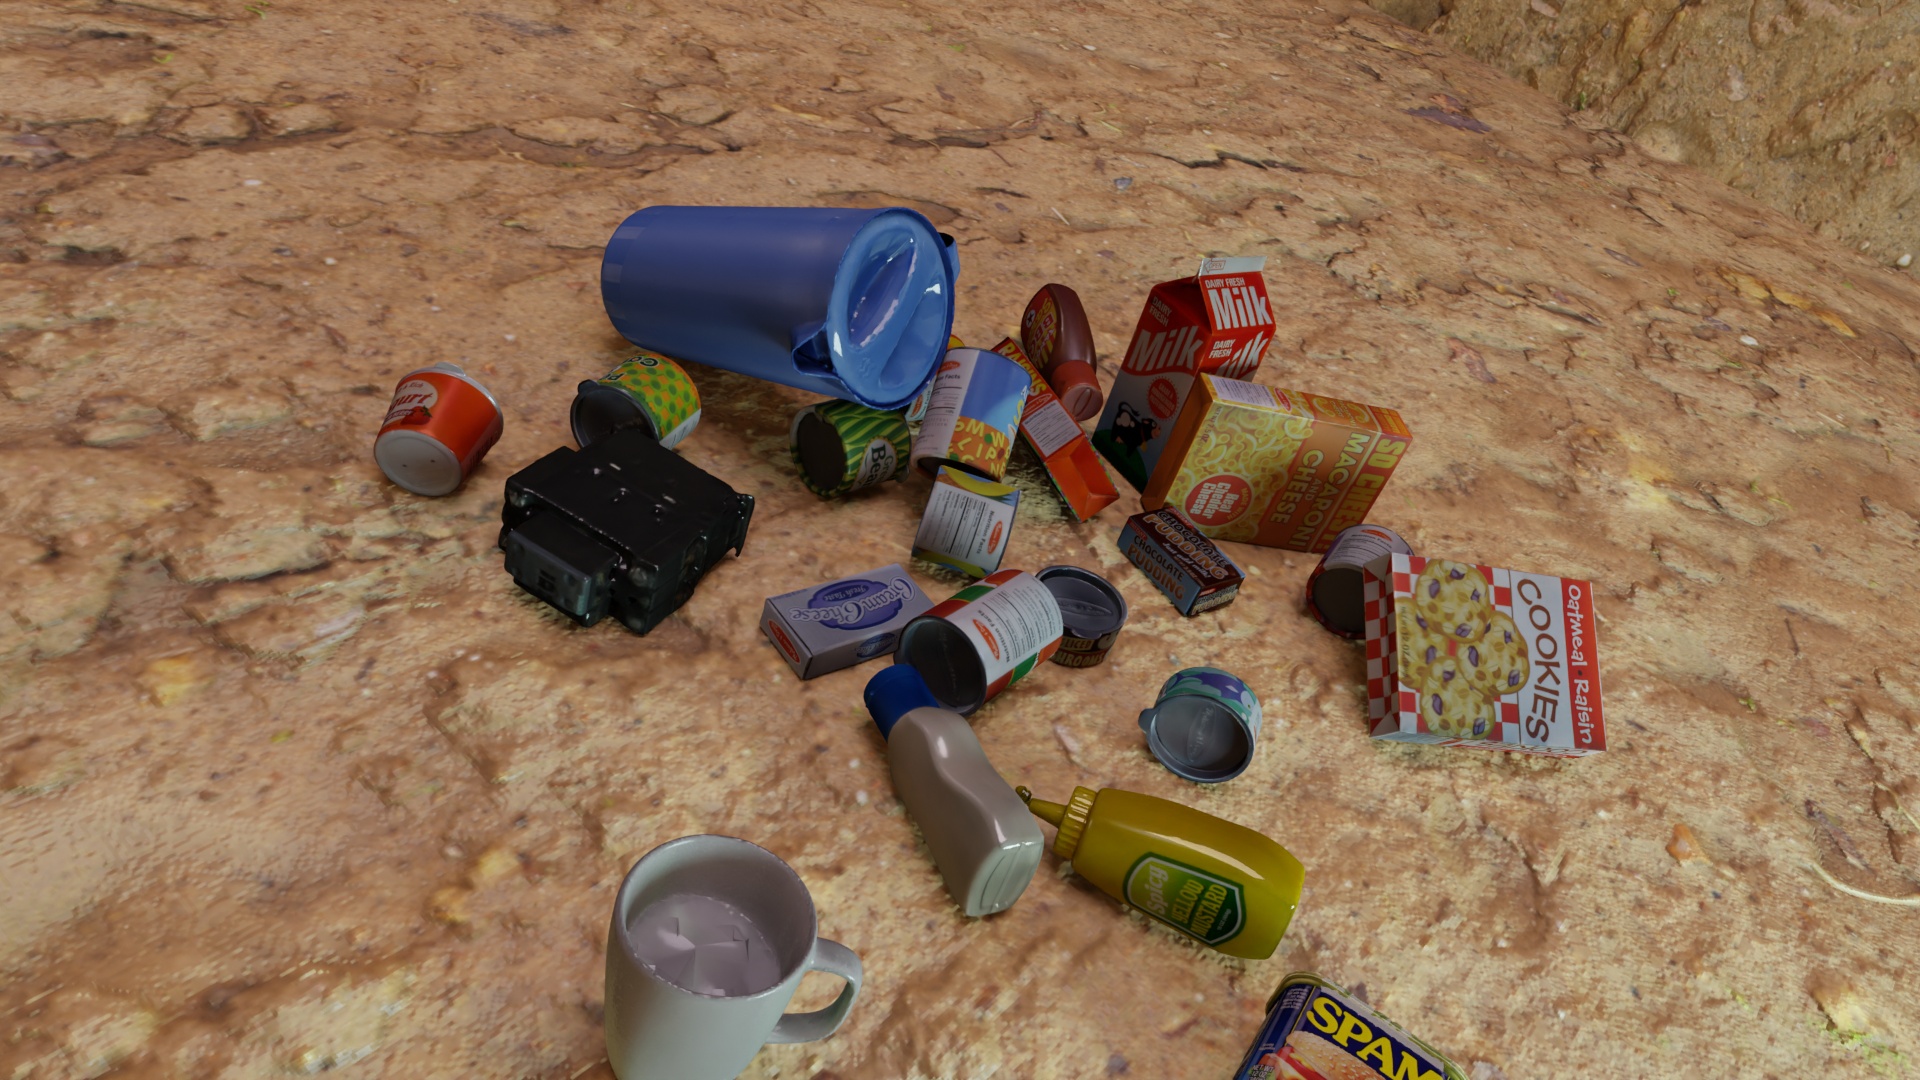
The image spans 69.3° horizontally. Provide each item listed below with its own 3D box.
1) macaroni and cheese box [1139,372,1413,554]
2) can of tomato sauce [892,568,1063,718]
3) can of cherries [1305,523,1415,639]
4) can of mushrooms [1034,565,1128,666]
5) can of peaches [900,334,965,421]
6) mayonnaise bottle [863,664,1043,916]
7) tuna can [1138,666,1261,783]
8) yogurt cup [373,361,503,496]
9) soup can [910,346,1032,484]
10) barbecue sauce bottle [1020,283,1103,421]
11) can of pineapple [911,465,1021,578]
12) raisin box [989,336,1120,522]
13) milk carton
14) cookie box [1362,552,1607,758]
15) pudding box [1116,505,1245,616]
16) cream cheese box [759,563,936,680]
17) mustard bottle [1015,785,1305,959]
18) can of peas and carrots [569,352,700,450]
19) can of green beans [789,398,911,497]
[{"bbox_3d":[0.237,-0.055,1.053,0.167,0.123,0.040,8,39,-17],"label":"macaroni and cheese box"},{"bbox_3d":[0.012,0.061,0.848,0.071,0.070,0.083,37,39,21],"label":"can of tomato sauce"},{"bbox_3d":[0.293,0.032,1.016,0.071,0.071,0.059,31,43,14],"label":"can of cherries"},{"bbox_3d":[0.074,0.051,0.915,0.071,0.033,0.071,14,36,-10],"label":"can of mushrooms"},{"bbox_3d":[-0.032,-0.127,1.064,0.058,0.071,0.071,-9,45,-35],"label":"can of peaches"},{"bbox_3d":[-0.008,0.128,0.756,0.041,0.064,0.148,-1,38,-32],"label":"mayonnaise bottle"},{"bbox_3d":[0.146,0.111,0.846,0.071,0.070,0.033,26,35,8],"label":"tuna can"},{"bbox_3d":[-0.322,-0.064,0.851,0.072,0.072,0.054,16,44,-6],"label":"yogurt cup"},{"bbox_3d":[0.010,-0.082,0.971,0.071,0.071,0.084,17,74,-4],"label":"soup can"},{"bbox_3d":[0.086,-0.153,1.153,0.044,0.064,0.149,15,34,-20],"label":"barbecue sauce bottle"},{"bbox_3d":[0.003,-0.012,0.937,0.058,0.070,0.071,18,36,-3],"label":"can of pineapple"},{"bbox_3d":[0.064,-0.084,1.039,0.040,0.086,0.124,-35,50,3],"label":"raisin box"},{"bbox_3d":[0.176,-0.135,1.069,0.072,0.189,0.073,-11,46,-36],"label":"milk carton"},{"bbox_3d":[0.361,0.081,0.959,0.168,0.040,0.123,8,73,-17],"label":"cookie box"},{"bbox_3d":[0.160,0.014,1.006,0.050,0.030,0.084,-11,47,-37],"label":"pudding box"},{"bbox_3d":[-0.067,0.048,0.860,0.104,0.024,0.053,-15,49,-38],"label":"cream cheese box"},{"bbox_3d":[0.102,0.171,0.754,0.160,0.065,0.049,21,30,10],"label":"mustard bottle"},{"bbox_3d":[-0.217,-0.086,0.923,0.071,0.070,0.059,25,36,7],"label":"can of peas and carrots"},{"bbox_3d":[-0.077,-0.068,0.968,0.058,0.071,0.071,-19,52,-41],"label":"can of green beans"}]
